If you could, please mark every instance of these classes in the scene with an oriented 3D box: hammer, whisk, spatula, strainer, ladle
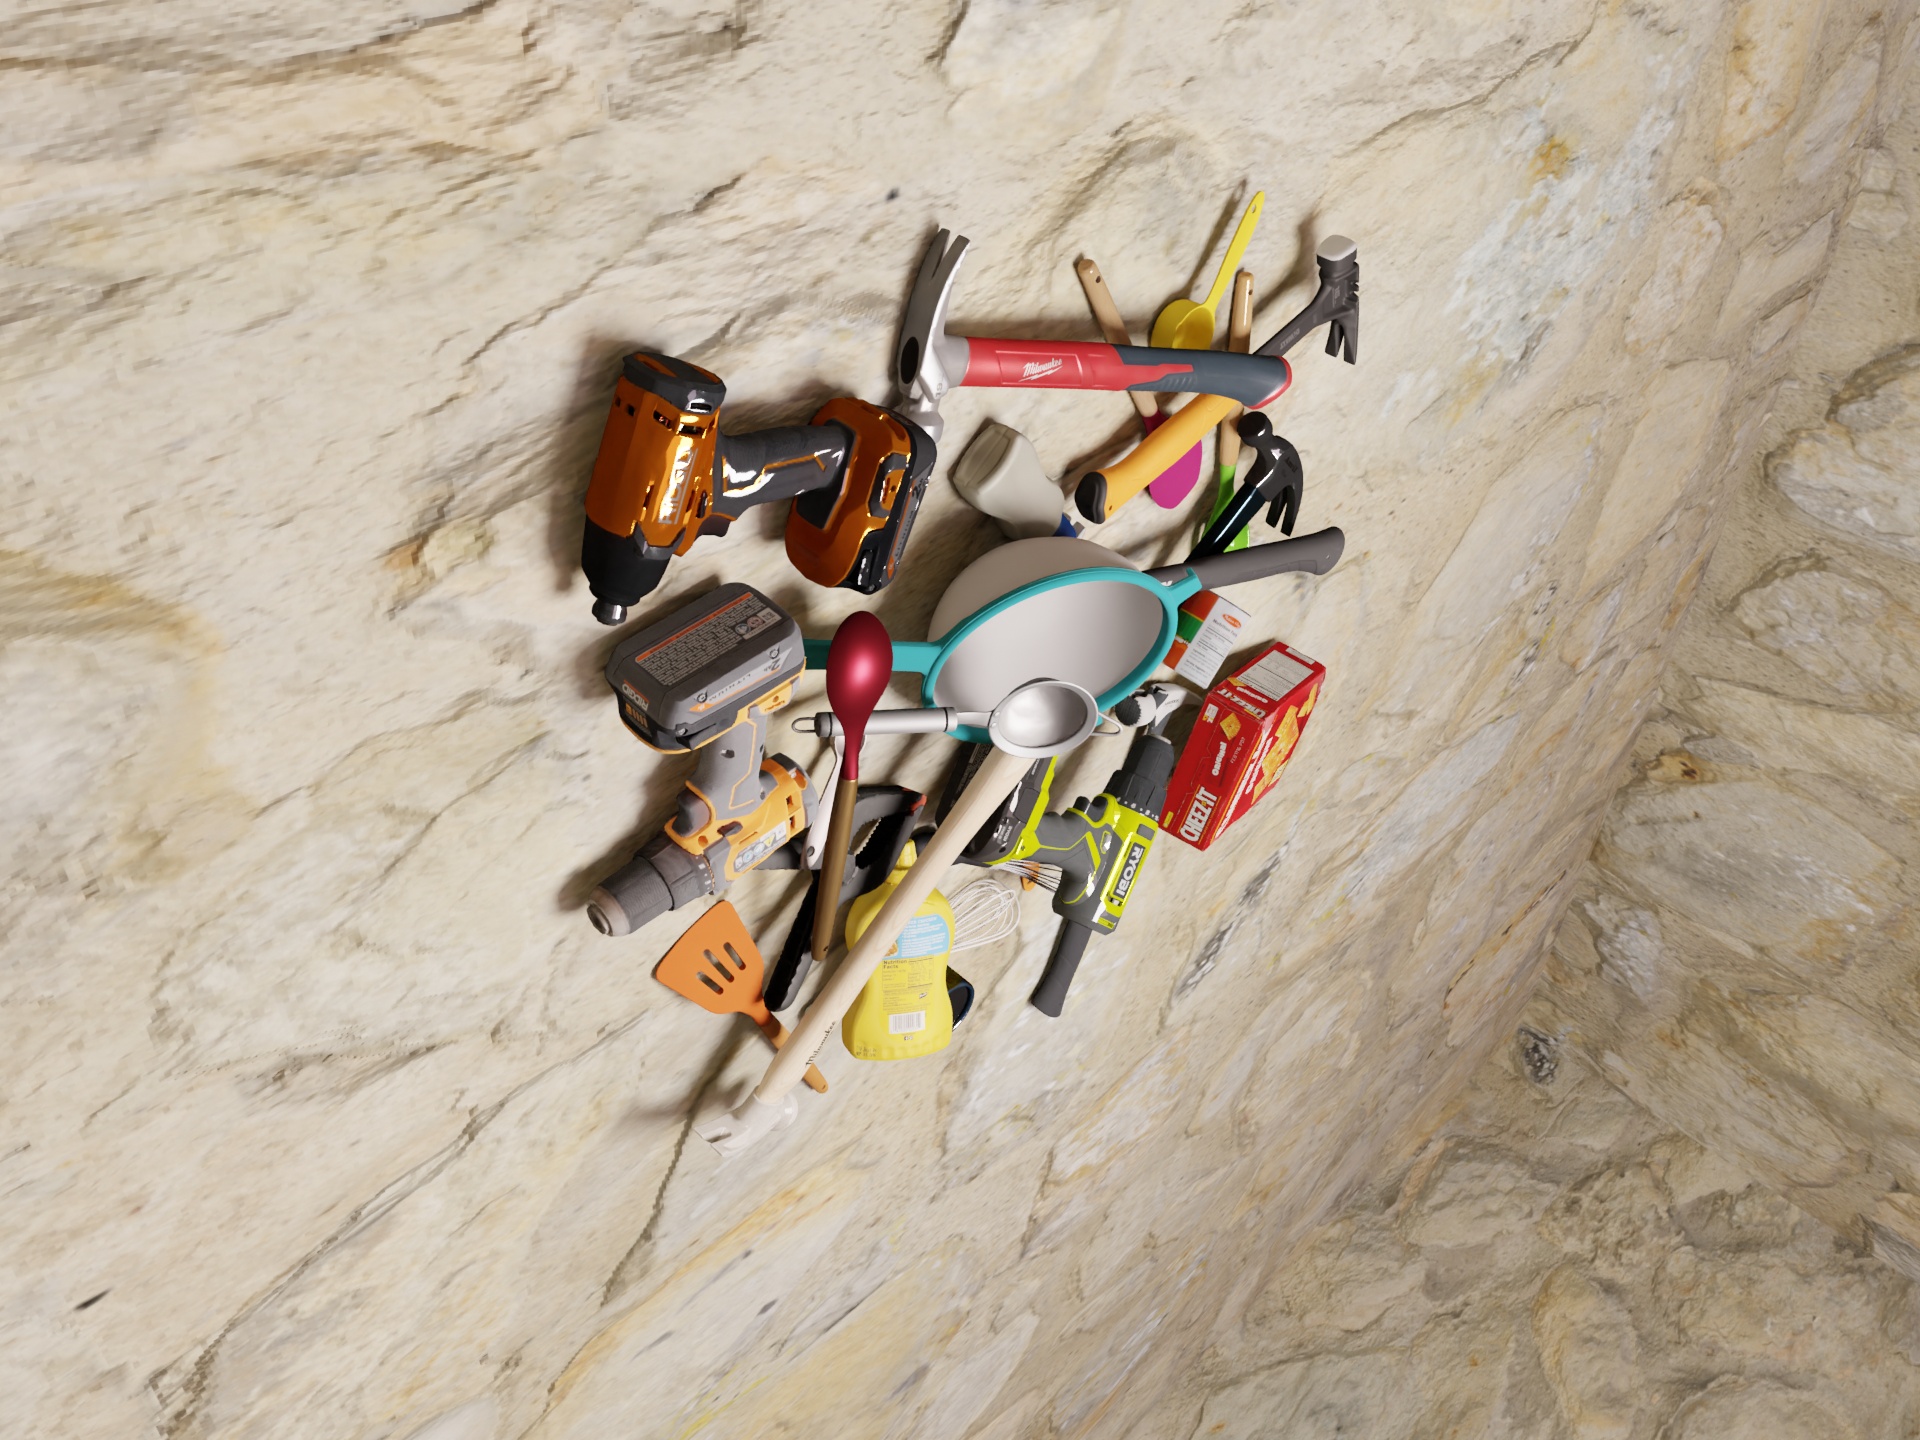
[{"bbox_3d":[0.205,-0.132,1.405,0.334,0.035,0.146,-14,126,-26],"label":"hammer"},{"bbox_3d":[-0.041,0.215,1.457,0.246,0.059,0.057,-28,166,-31],"label":"whisk"},{"bbox_3d":[0.197,-0.120,1.457,0.331,0.033,0.128,-51,138,4],"label":"hammer"},{"bbox_3d":[0.117,-0.278,1.186,0.386,0.038,0.143,-8,124,-39],"label":"hammer"},{"bbox_3d":[-0.165,0.255,1.349,0.081,0.041,0.322,-48,151,-17],"label":"spatula"},{"bbox_3d":[0.051,0.131,1.484,0.284,0.070,0.070,12,108,-48],"label":"whisk"},{"bbox_3d":[-0.002,-0.004,1.206,0.258,0.050,0.086,-2,137,-19],"label":"strainer"},{"bbox_3d":[0.154,0.142,1.661,0.149,0.036,0.408,-12,128,-49],"label":"hammer"},{"bbox_3d":[0.001,-0.078,1.224,0.340,0.095,0.211,-1,143,-29],"label":"strainer"},{"bbox_3d":[0.223,-0.271,1.349,0.337,0.034,0.127,-41,144,-18],"label":"hammer"},{"bbox_3d":[-0.070,0.178,1.283,0.410,0.038,0.146,-55,166,7],"label":"hammer"},{"bbox_3d":[-0.088,0.061,1.174,0.069,0.031,0.315,-32,143,-46],"label":"ladle"}]

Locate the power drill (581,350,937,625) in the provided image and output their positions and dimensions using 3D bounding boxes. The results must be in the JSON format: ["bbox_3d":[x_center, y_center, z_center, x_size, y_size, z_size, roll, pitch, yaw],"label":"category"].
[{"bbox_3d":[-0.133,-0.134,0.997,0.226,0.084,0.164,-2,121,-48],"label":"power drill"}]

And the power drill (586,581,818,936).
[{"bbox_3d":[-0.183,0.038,1.082,0.185,0.084,0.226,-35,147,-30],"label":"power drill"}]

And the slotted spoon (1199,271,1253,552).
[{"bbox_3d":[0.246,-0.257,1.439,0.070,0.031,0.313,-32,139,-30],"label":"slotted spoon"}]

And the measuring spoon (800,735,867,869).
[{"bbox_3d":[-0.105,0.055,1.234,0.034,0.018,0.124,20,88,-49],"label":"measuring spoon"}]

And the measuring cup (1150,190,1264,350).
[{"bbox_3d":[0.201,-0.359,1.290,0.062,0.029,0.156,15,103,-56],"label":"measuring cup"}]

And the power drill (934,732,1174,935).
[{"bbox_3d":[0.098,0.074,1.428,0.228,0.080,0.190,29,83,-44],"label":"power drill"}]

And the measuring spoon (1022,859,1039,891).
[{"bbox_3d":[0.066,0.130,1.559,0.021,0.011,0.116,-30,144,-22],"label":"measuring spoon"}]

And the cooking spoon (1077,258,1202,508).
[{"bbox_3d":[0.148,-0.270,1.304,0.069,0.017,0.318,-50,148,-6],"label":"cooking spoon"}]
